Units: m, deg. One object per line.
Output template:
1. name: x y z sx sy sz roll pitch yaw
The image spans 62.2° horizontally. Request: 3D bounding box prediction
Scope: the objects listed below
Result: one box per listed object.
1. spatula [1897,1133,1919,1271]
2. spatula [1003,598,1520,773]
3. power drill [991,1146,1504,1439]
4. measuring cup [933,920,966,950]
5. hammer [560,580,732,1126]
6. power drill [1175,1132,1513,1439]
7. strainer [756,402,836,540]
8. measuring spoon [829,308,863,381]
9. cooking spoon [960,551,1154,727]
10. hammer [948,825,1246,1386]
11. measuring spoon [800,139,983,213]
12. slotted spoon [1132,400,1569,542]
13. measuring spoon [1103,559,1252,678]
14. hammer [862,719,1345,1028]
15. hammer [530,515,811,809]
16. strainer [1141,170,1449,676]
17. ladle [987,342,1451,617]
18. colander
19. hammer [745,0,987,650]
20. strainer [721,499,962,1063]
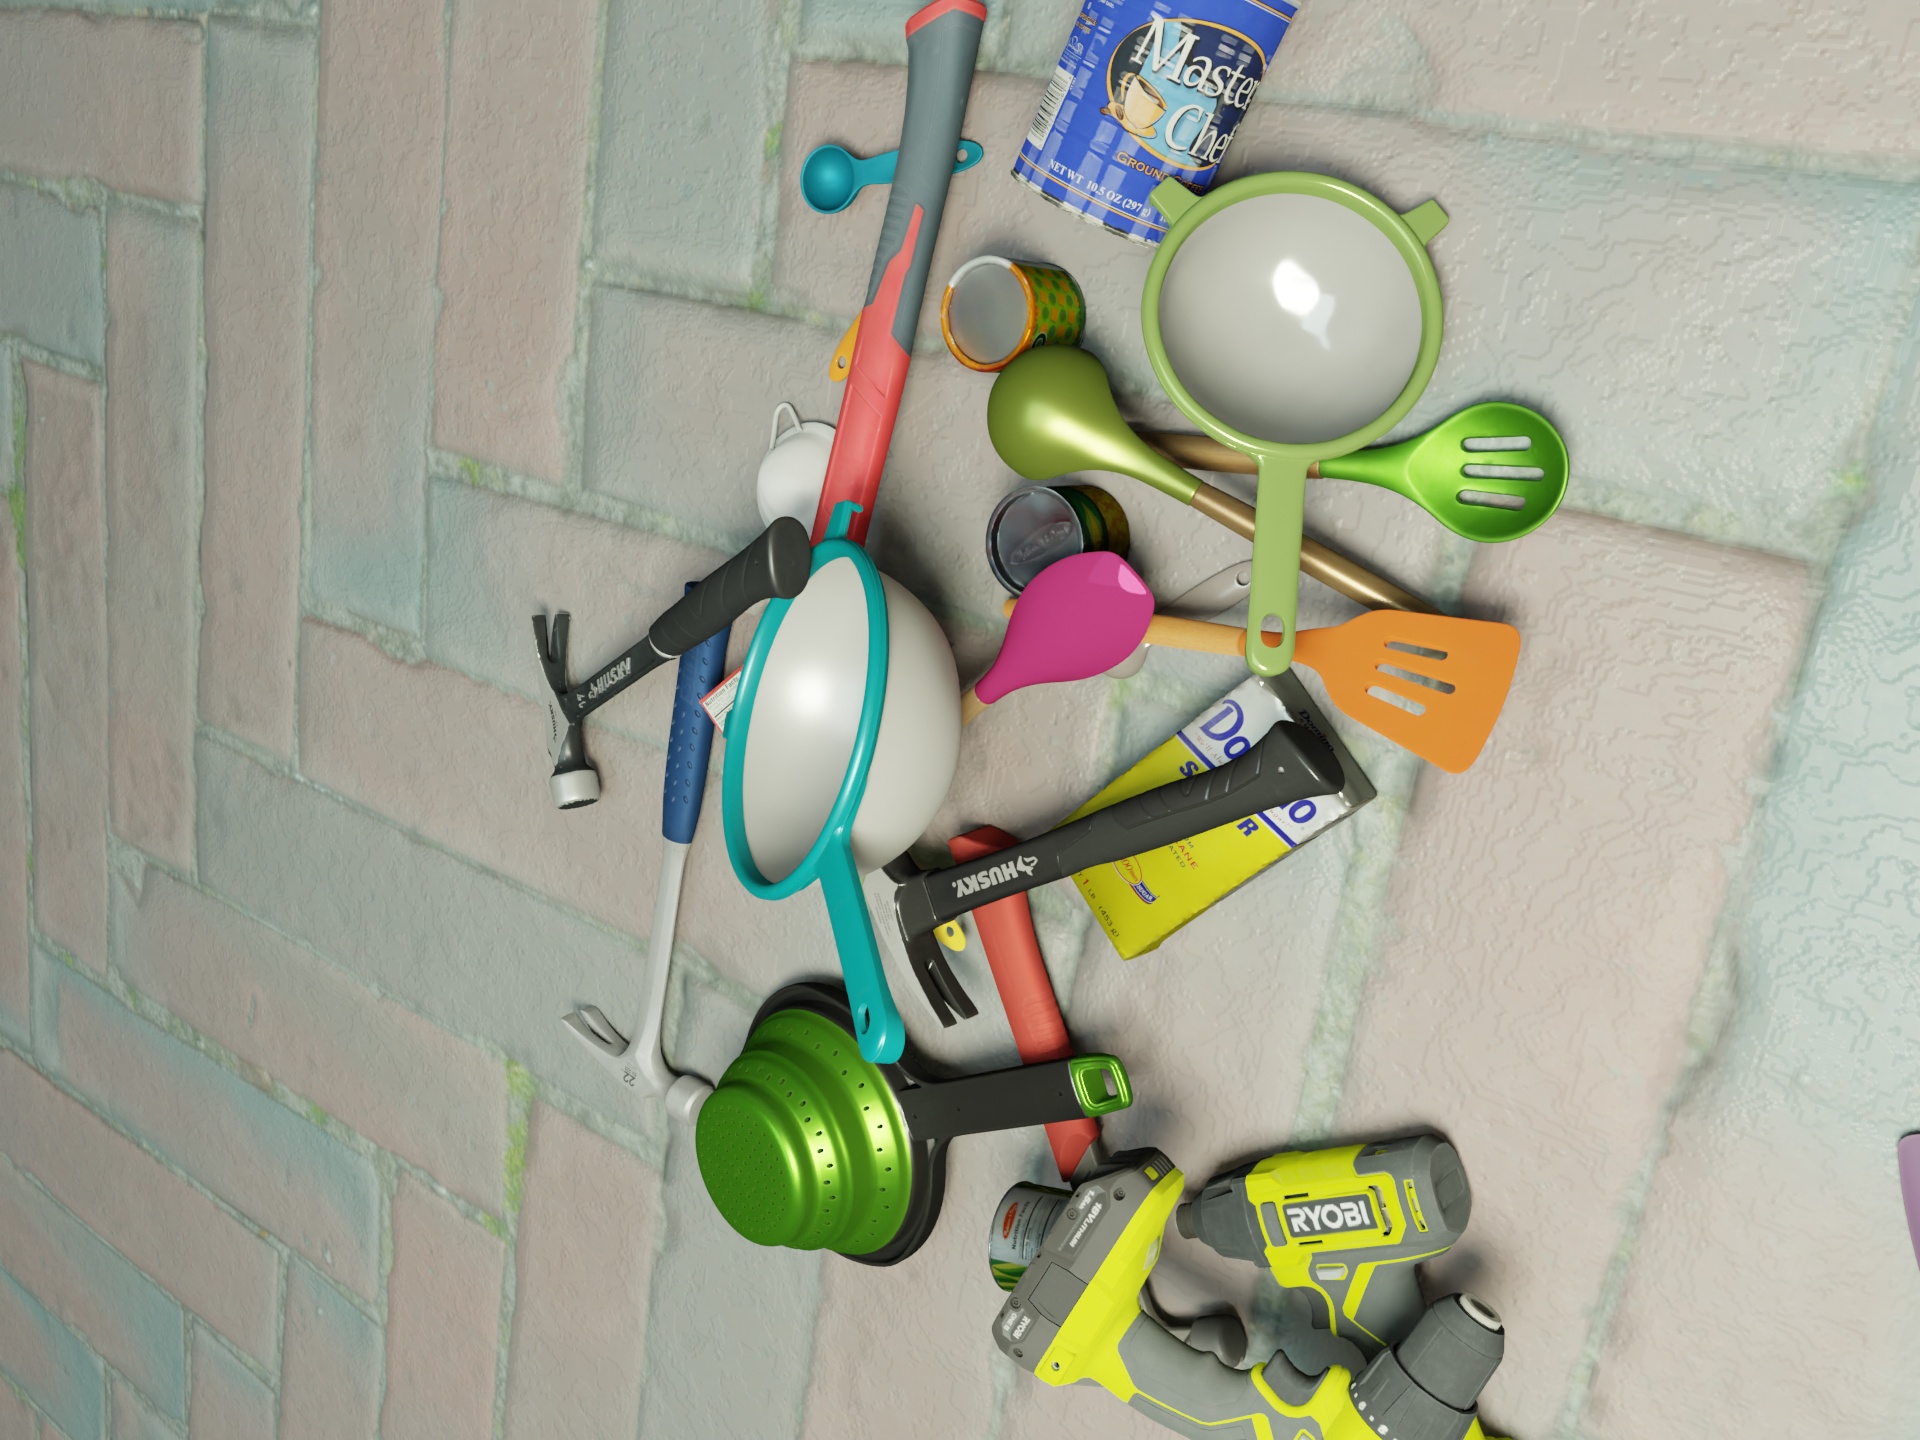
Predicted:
1. spatula: 0.491 0.343 0.729 0.060 0.018 0.316 -11 91 35
2. spatula: 0.142 -0.041 0.871 0.323 0.041 0.081 13 75 47
3. power drill: 0.150 0.331 0.836 0.229 0.080 0.190 34 101 19
4. measuring cup: -0.042 0.090 1.060 0.157 0.029 0.062 48 122 16
5. hammer: -0.216 0.095 1.178 0.144 0.035 0.405 22 110 30
6. power drill: 0.221 0.353 0.891 0.171 0.080 0.223 -21 82 35
7. strainer: -0.079 -0.093 1.046 0.087 0.050 0.258 -27 86 31
8. measuring spoon: -0.055 -0.262 1.013 0.021 0.011 0.117 50 122 18
9. cooking spoon: -0.002 -0.003 0.966 0.068 0.017 0.319 49 130 -4
10. hammer: 0.057 0.243 1.010 0.149 0.036 0.359 -21 86 36
11. measuring spoon: -0.041 -0.343 0.991 0.129 0.021 0.042 0 99 26
12. slotted spoon: 0.174 -0.144 0.864 0.314 0.031 0.070 12 105 35
13. measuring spoon: 0.123 -0.060 0.919 0.124 0.018 0.034 -31 80 34
14. hammer: 0.071 0.077 0.912 0.335 0.035 0.146 -24 81 40
15. hammer: -0.206 -0.053 1.071 0.409 0.036 0.149 -25 75 53
16. strainer: 0.161 -0.147 0.815 0.151 0.069 0.256 5 85 0
17. ladle: 0.152 -0.109 0.859 0.320 0.062 0.078 31 102 12
18. colander: -0.059 0.267 1.028 0.397 0.094 0.204 -23 84 44
19. hammer: -0.030 -0.233 0.967 0.143 0.038 0.386 17 104 11
20. strainer: -0.043 0.049 0.884 0.211 0.095 0.341 -58 34 33
